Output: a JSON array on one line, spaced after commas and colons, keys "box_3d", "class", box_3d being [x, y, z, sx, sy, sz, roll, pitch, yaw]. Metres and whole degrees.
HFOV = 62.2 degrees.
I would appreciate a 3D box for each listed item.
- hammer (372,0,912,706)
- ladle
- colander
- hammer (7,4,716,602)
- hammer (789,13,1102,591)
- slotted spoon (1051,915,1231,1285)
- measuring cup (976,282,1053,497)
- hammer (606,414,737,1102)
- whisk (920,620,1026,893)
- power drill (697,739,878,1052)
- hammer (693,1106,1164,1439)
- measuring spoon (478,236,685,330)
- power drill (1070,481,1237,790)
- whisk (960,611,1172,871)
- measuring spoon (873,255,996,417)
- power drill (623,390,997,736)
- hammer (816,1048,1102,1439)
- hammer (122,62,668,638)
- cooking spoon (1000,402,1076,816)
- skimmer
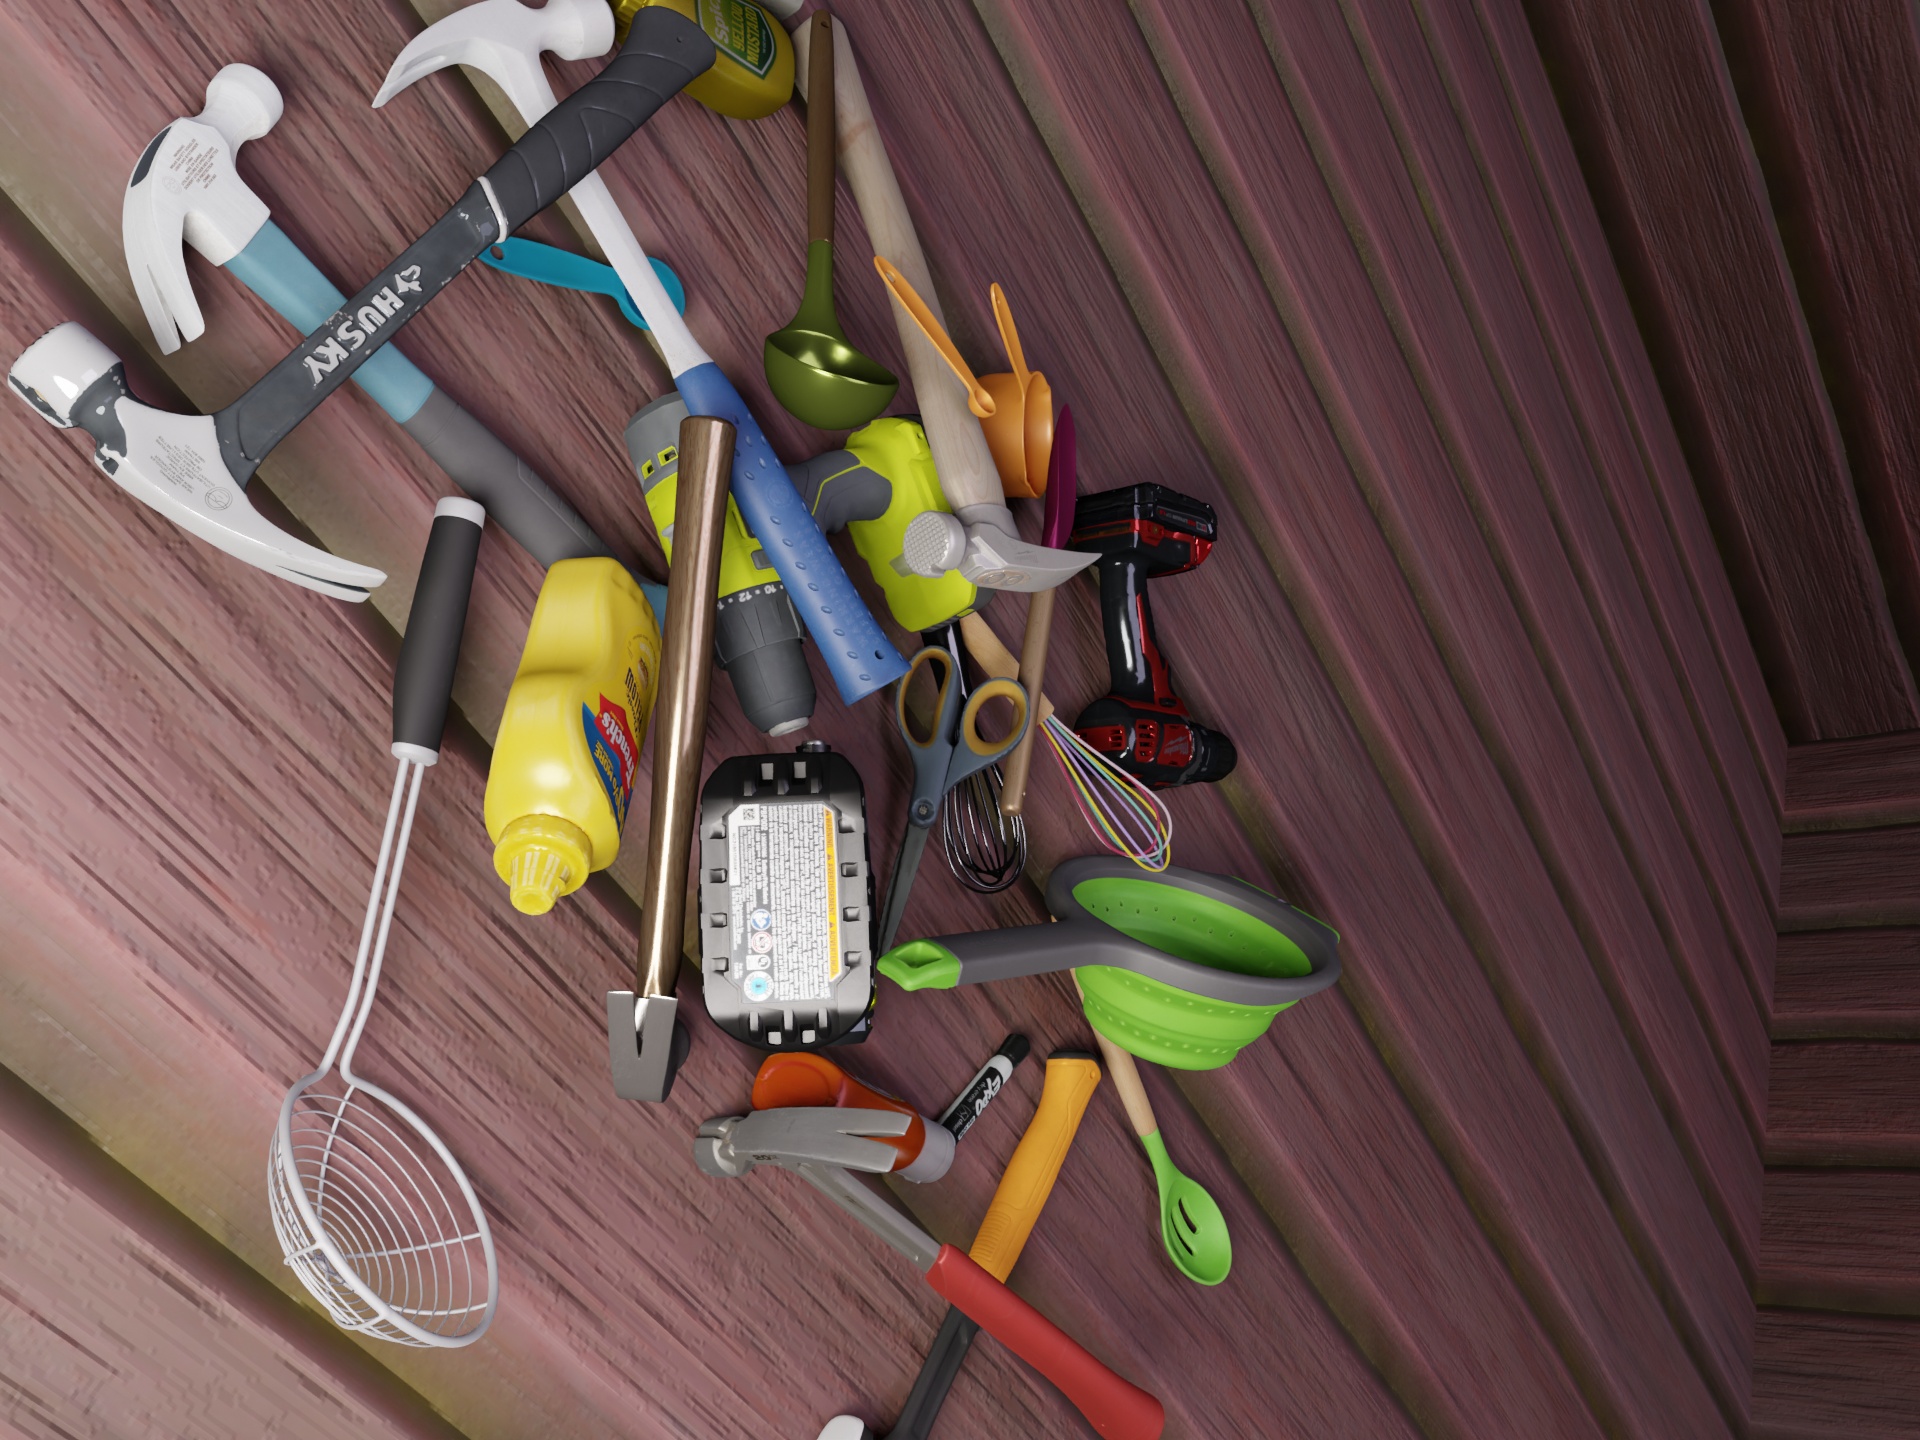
[{"box_3d": [-0.149, -0.189, 0.826, 0.144, 0.035, 0.405, -33, 94, -40], "class": "hammer"}, {"box_3d": [-0.077, -0.306, 0.934, 0.078, 0.062, 0.320, 10, 63, -25], "class": "ladle"}, {"box_3d": [0.091, 0.173, 1.031, 0.397, 0.205, 0.094, 1, 110, -46], "class": "colander"}, {"box_3d": [-0.224, -0.222, 0.733, 0.149, 0.036, 0.409, 45, 51, -19], "class": "hammer"}, {"box_3d": [-0.026, -0.269, 1.000, 0.146, 0.038, 0.411, 1, 65, -47], "class": "hammer"}, {"box_3d": [0.129, 0.277, 1.164, 0.070, 0.031, 0.313, -37, 109, -49], "class": "slotted spoon"}, {"box_3d": [0.021, -0.225, 1.083, 0.173, 0.052, 0.095, 68, 29, -49], "class": "measuring cup"}, {"box_3d": [-0.137, 0.018, 0.768, 0.130, 0.031, 0.331, 163, -68, -85], "class": "hammer"}, {"box_3d": [-0.003, -0.003, 1.051, 0.055, 0.055, 0.239, -6, 82, -52], "class": "whisk"}, {"box_3d": [-0.081, 0.086, 0.821, 0.223, 0.080, 0.171, 97, -9, -83], "class": "power drill"}, {"box_3d": [0.015, 0.319, 0.887, 0.358, 0.149, 0.037, 47, 49, -30], "class": "hammer"}, {"box_3d": [-0.210, -0.240, 0.867, 0.128, 0.021, 0.042, 4, 79, -42], "class": "measuring spoon"}, {"box_3d": [0.156, -0.057, 1.242, 0.187, 0.080, 0.227, 9, 78, -51], "class": "power drill"}, {"box_3d": [0.071, 0.012, 1.115, 0.047, 0.051, 0.245, -45, 105, -20], "class": "whisk"}, {"box_3d": [-0.018, -0.227, 0.946, 0.117, 0.011, 0.021, 53, 34, -2], "class": "measuring spoon"}, {"box_3d": [-0.077, -0.097, 0.933, 0.228, 0.080, 0.190, -15, 84, -51], "class": "power drill"}, {"box_3d": [0.022, 0.348, 1.003, 0.127, 0.034, 0.337, 57, 43, -25], "class": "hammer"}, {"box_3d": [-0.252, -0.145, 0.770, 0.330, 0.033, 0.128, 47, 47, -35], "class": "hammer"}, {"box_3d": [0.055, -0.081, 1.085, 0.068, 0.017, 0.319, 64, 31, -58], "class": "cooking spoon"}, {"box_3d": [-0.223, 0.075, 0.691, 0.127, 0.090, 0.363, 49, 45, -69], "class": "skimmer"}]
